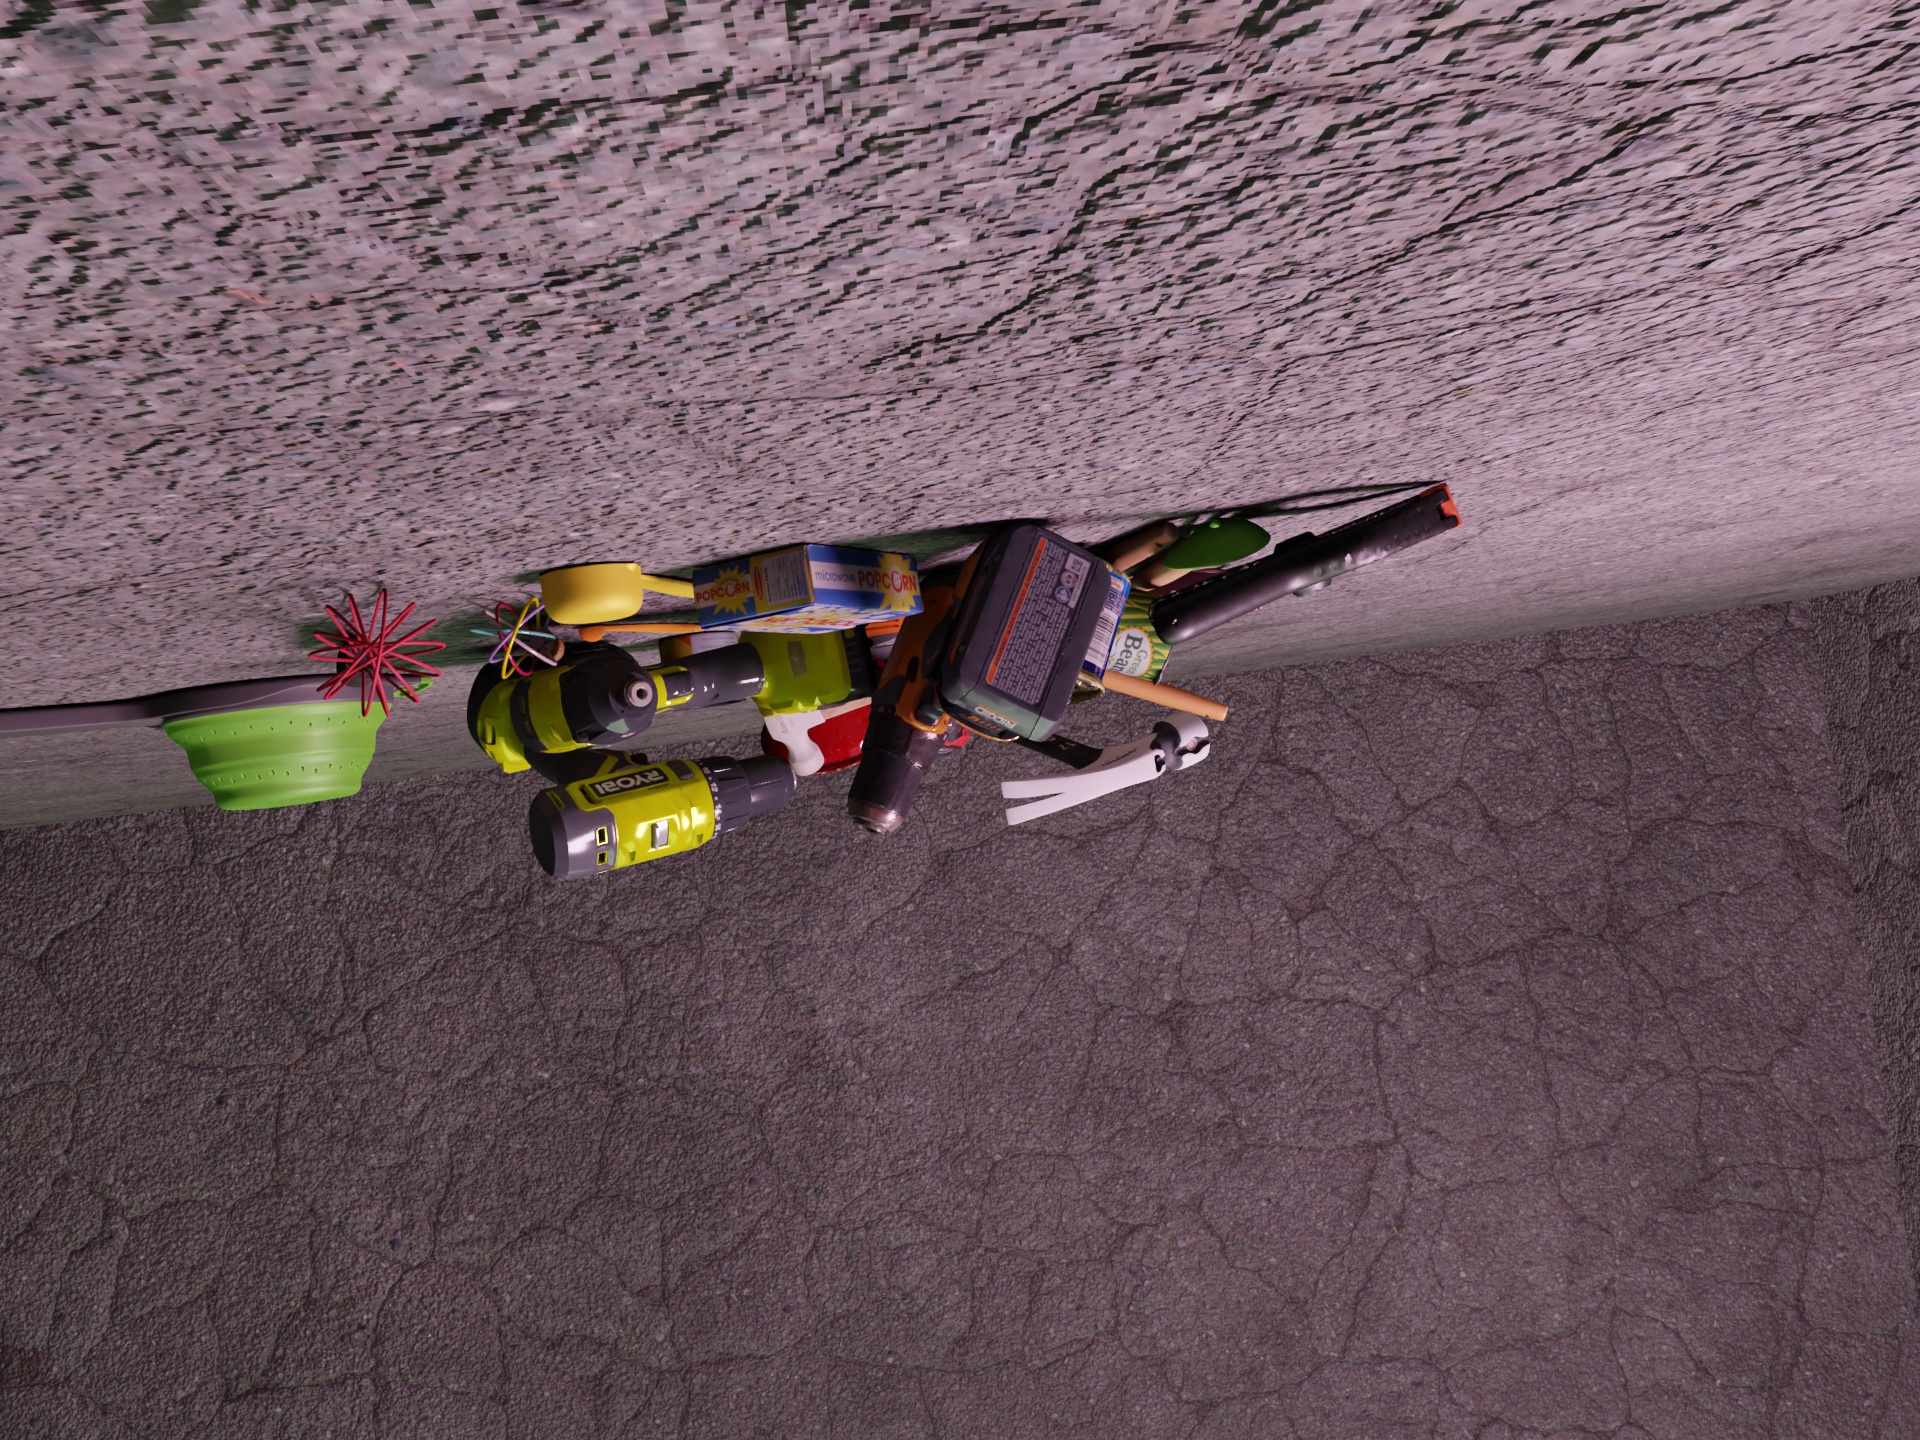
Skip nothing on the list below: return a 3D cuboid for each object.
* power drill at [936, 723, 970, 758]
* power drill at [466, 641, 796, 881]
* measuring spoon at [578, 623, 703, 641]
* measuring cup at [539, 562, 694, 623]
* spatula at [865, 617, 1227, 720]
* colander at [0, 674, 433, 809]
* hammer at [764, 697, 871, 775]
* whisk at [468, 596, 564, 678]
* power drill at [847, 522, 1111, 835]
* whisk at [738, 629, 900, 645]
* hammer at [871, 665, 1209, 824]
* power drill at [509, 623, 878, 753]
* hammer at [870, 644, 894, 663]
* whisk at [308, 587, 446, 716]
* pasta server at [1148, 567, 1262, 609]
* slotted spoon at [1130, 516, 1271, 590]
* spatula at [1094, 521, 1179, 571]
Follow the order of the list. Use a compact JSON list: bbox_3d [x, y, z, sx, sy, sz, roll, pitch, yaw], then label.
[{"bbox_3d":[0.038,-0.037,1.608,0.219,0.079,0.143,-24,167,23],"label":"power drill"},{"bbox_3d":[-0.250,0.026,1.180,0.190,0.080,0.229,-14,-146,-32],"label":"power drill"},{"bbox_3d":[-0.236,-0.065,1.191,0.021,0.011,0.117,-9,177,39],"label":"measuring spoon"},{"bbox_3d":[-0.190,-0.071,0.949,0.062,0.029,0.156,-8,176,22],"label":"measuring cup"},{"bbox_3d":[0.049,-0.046,1.234,0.322,0.041,0.081,17,163,2],"label":"spatula"},{"bbox_3d":[-0.622,0.029,1.258,0.397,0.094,0.204,-6,178,-33],"label":"colander"},{"bbox_3d":[-0.021,-0.050,1.430,0.331,0.129,0.031,-17,-143,7],"label":"hammer"},{"bbox_3d":[-0.285,-0.050,1.052,0.051,0.047,0.245,-8,-179,-9],"label":"whisk"},{"bbox_3d":[-0.003,-0.020,1.012,0.084,0.185,0.226,25,165,-16],"label":"power drill"},{"bbox_3d":[-0.141,-0.057,1.335,0.239,0.055,0.055,-14,175,31],"label":"whisk"},{"bbox_3d":[-0.002,-0.004,1.194,0.149,0.036,0.409,-21,-158,-28],"label":"hammer"},{"bbox_3d":[-0.175,-0.028,1.087,0.223,0.080,0.171,-15,-175,-34],"label":"power drill"},{"bbox_3d":[0.002,-0.067,1.726,0.331,0.033,0.128,-7,179,-28],"label":"hammer"},{"bbox_3d":[-0.355,-0.037,0.952,0.073,0.073,0.296,-7,-177,-23],"label":"whisk"},{"bbox_3d":[0.090,-0.090,1.330,0.316,0.040,0.060,-7,-177,17],"label":"pasta server"},{"bbox_3d":[0.153,-0.111,1.134,0.070,0.031,0.314,-18,-179,-4],"label":"slotted spoon"},{"bbox_3d":[0.085,-0.093,1.145,0.082,0.044,0.317,21,169,-13],"label":"spatula"}]
